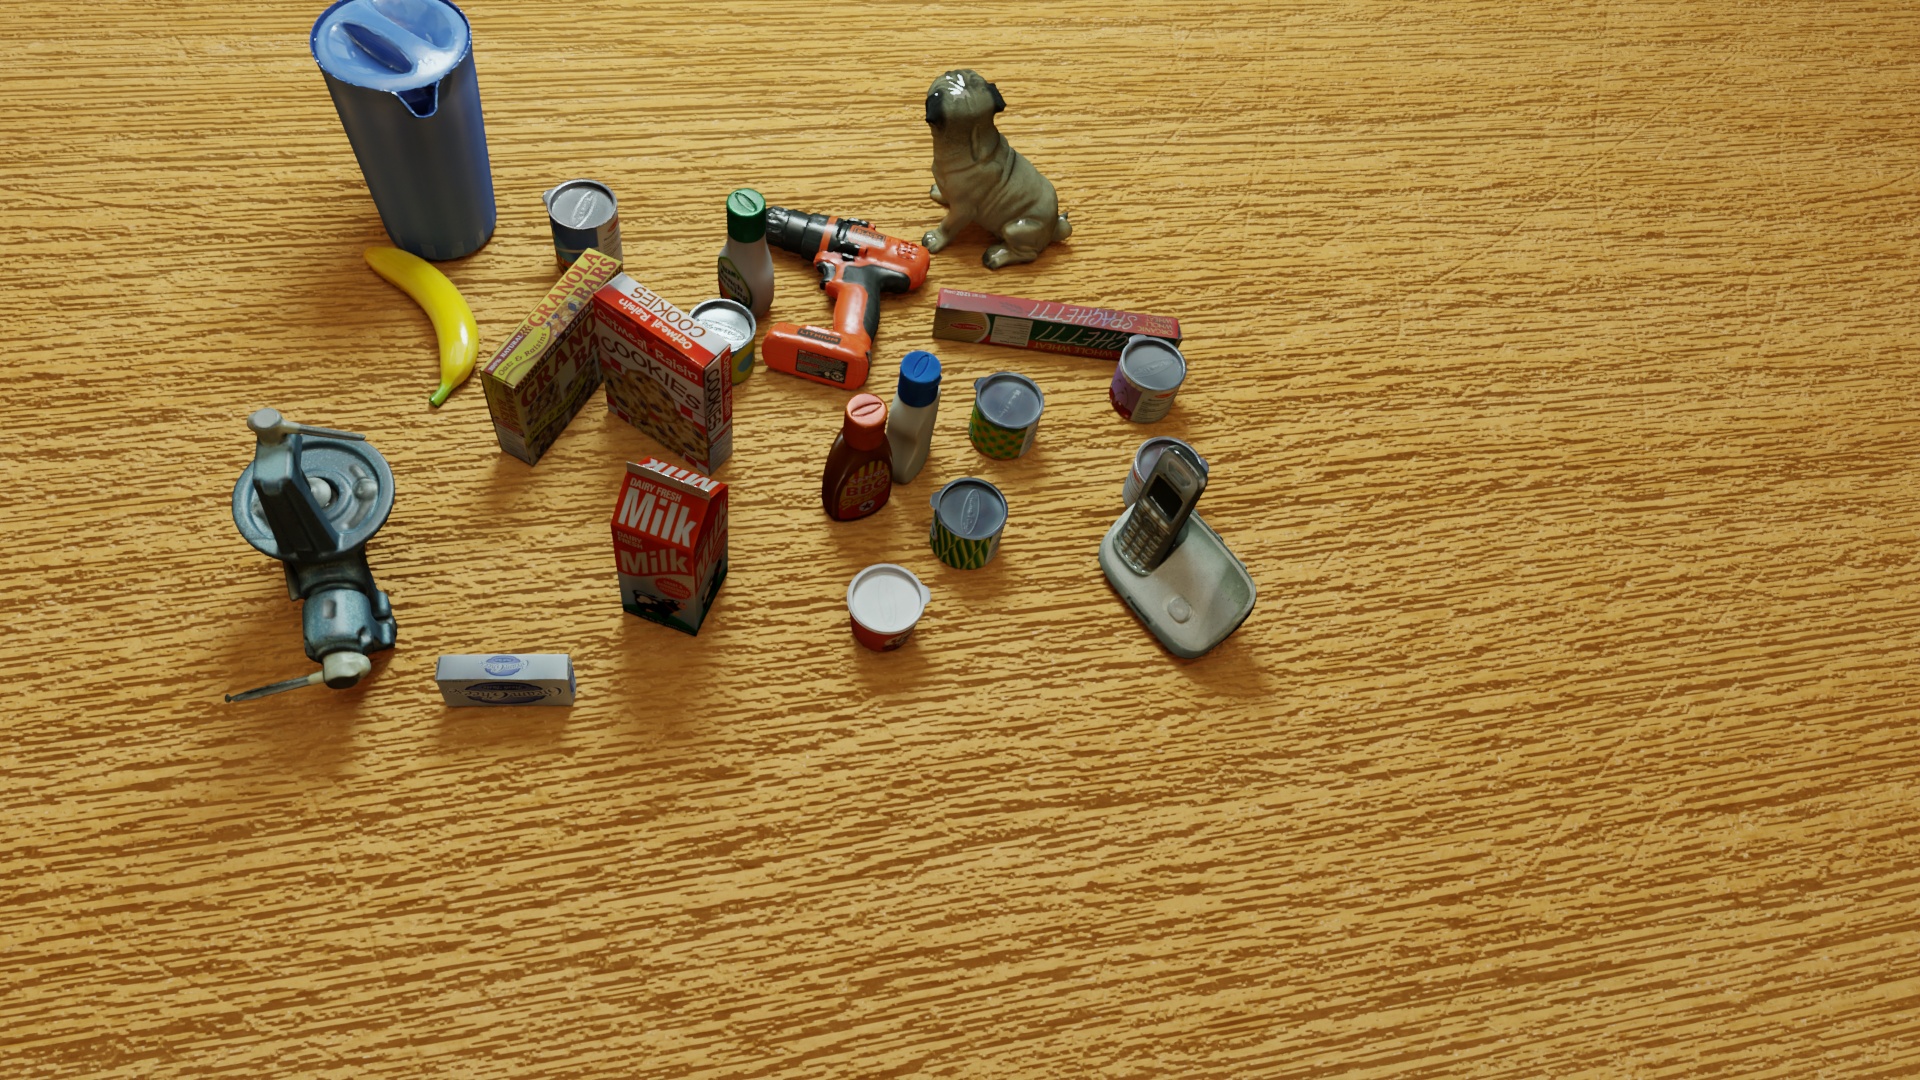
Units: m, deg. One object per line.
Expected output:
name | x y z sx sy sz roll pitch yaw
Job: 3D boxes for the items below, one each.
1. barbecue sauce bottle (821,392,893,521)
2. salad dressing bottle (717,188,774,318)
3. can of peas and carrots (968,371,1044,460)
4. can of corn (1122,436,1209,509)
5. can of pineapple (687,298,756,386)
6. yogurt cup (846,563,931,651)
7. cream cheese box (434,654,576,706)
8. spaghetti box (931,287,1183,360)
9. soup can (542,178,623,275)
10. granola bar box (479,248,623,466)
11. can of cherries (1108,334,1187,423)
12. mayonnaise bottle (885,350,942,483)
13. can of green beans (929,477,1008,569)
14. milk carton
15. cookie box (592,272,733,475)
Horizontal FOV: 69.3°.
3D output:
barbecue sauce bottle | -0.089 -0.074 1.236 0.065 0.147 0.044 -21 65 -20
salad dressing bottle | -0.207 -0.275 1.340 0.044 0.147 0.064 -37 71 -26
can of peas and carrots | 0.041 -0.120 1.337 0.071 0.058 0.071 4 59 -7
can of corn | 0.194 -0.055 1.322 0.071 0.058 0.071 4 59 -7
can of pineapple | -0.232 -0.188 1.336 0.071 0.057 0.071 4 59 -7
yogurt cup | -0.066 0.062 1.213 0.072 0.053 0.073 4 59 -7
cream cheese box | -0.370 0.114 1.135 0.104 0.053 0.024 0 60 -9
spaghetti box | 0.097 -0.215 1.408 0.250 0.050 0.029 6 59 -5
soup can | -0.371 -0.304 1.368 0.071 0.083 0.071 4 59 -6
granola bar box | -0.364 -0.167 1.263 0.039 0.123 0.166 26 59 7
can of cherries | 0.185 -0.161 1.384 0.071 0.058 0.072 4 59 -7
mayonnaise bottle | -0.044 -0.115 1.268 0.041 0.147 0.065 24 59 6
can of green beans | 0.007 -0.015 1.269 0.071 0.057 0.071 4 59 -7
milk carton | -0.238 -0.002 1.145 0.072 0.189 0.074 19 59 3
cookie box | -0.263 -0.145 1.241 0.123 0.166 0.040 33 60 11
